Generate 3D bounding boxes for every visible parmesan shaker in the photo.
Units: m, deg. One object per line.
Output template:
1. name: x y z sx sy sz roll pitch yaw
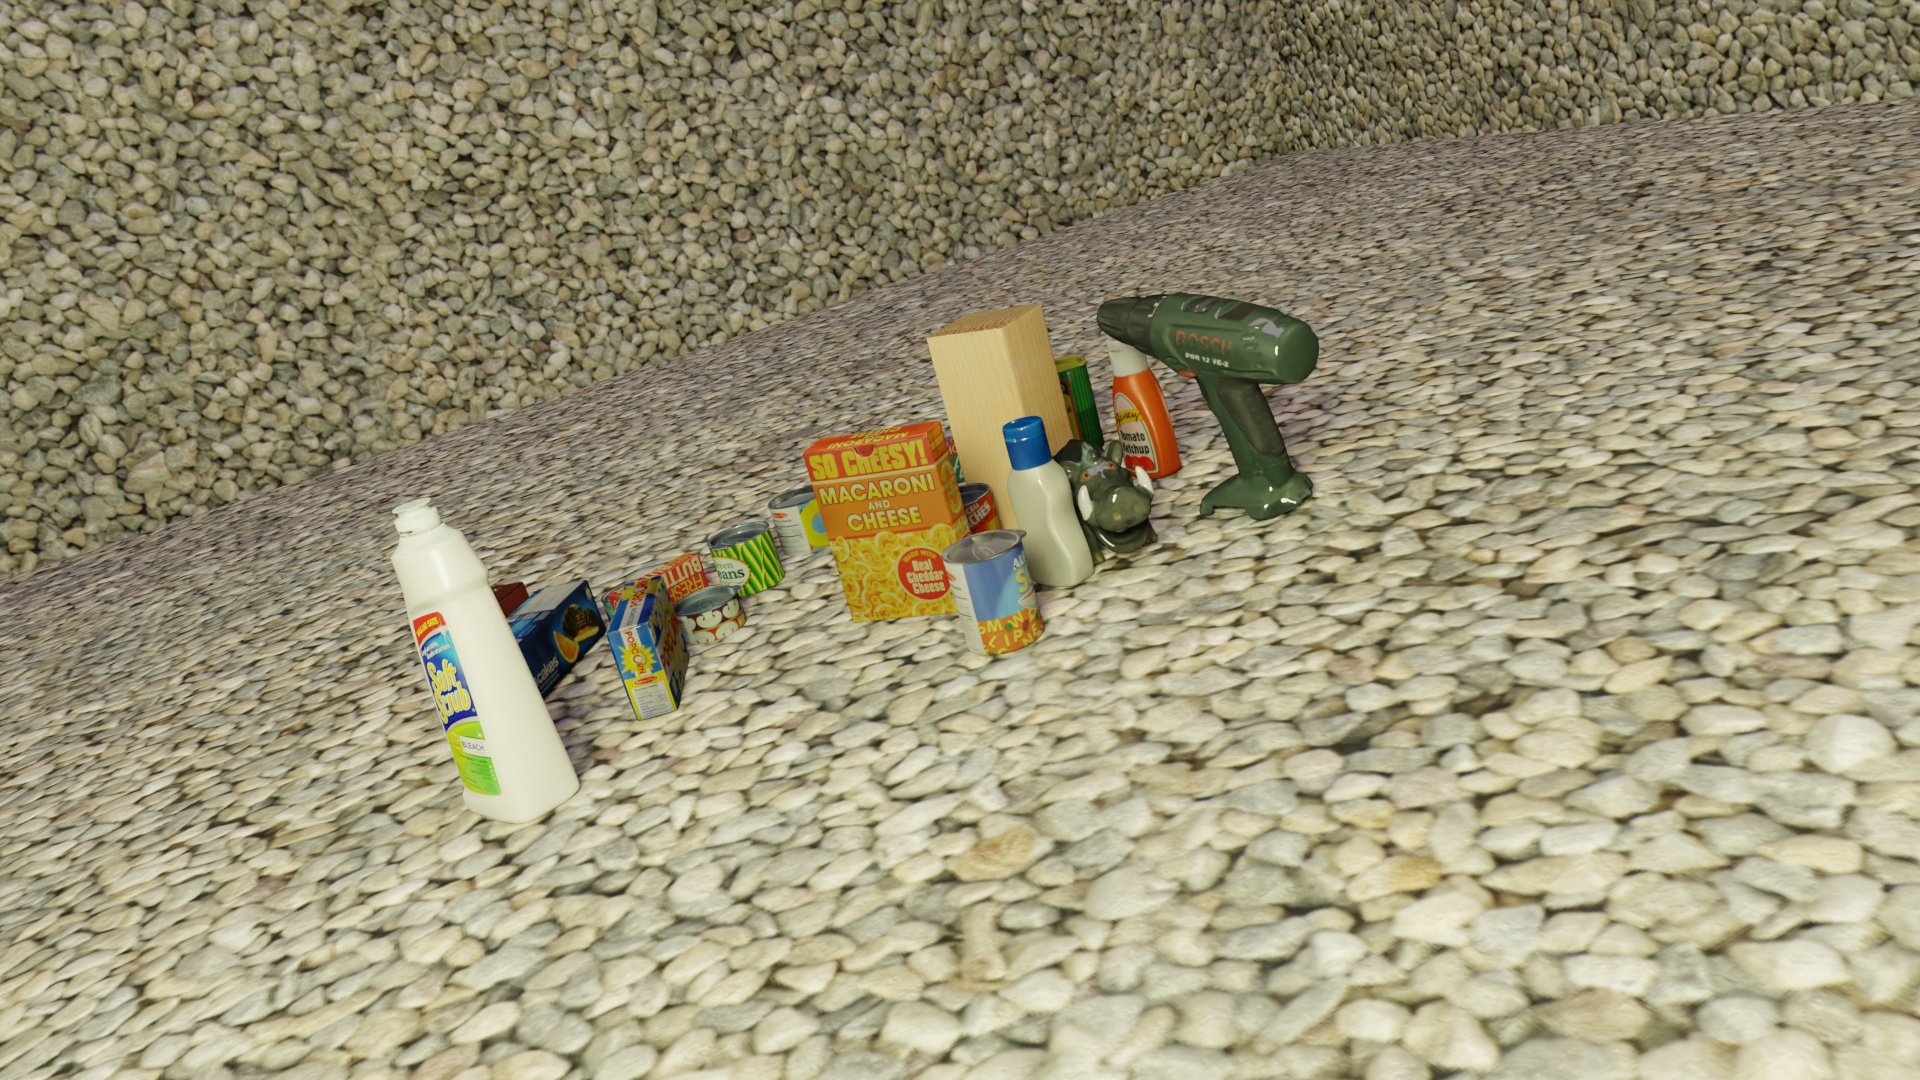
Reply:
1. parmesan shaker: 0.123 -0.150 1.576 0.071 0.102 0.071 -14 18 5

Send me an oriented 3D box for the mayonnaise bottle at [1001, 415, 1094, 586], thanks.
1. mayonnaise bottle: 0.072 -0.034 1.207 0.041 0.147 0.065 -29 22 -35

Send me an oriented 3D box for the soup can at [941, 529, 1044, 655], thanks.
1. soup can: 0.030 0.041 1.126 0.071 0.083 0.071 -14 18 5

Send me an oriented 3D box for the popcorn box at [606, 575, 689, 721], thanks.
1. popcorn box: -0.272 0.092 1.218 0.038 0.085 0.127 -16 18 -1

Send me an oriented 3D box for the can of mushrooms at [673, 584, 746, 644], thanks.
1. can of mushrooms: -0.239 0.070 1.336 0.071 0.033 0.071 -14 18 5

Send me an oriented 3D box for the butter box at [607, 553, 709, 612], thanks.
1. butter box: -0.300 0.057 1.394 0.024 0.053 0.104 2 25 43

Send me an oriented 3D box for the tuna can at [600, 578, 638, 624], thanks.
1. tuna can: -0.332 0.065 1.427 0.071 0.032 0.071 -14 18 5

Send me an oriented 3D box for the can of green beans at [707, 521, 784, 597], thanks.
1. can of green beans: -0.221 0.019 1.431 0.071 0.057 0.071 -14 18 5

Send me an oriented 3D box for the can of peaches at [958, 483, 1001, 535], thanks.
1. can of peaches: 0.005 -0.017 1.355 0.071 0.058 0.071 -14 18 5

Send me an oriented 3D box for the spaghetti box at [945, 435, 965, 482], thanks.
1. spaghetti box: 0.020 -0.103 1.606 0.251 0.050 0.029 -21 19 -16

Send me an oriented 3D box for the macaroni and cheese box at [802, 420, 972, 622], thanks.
1. macaroni and cheese box: -0.057 -0.014 1.225 0.123 0.166 0.040 -7 20 23

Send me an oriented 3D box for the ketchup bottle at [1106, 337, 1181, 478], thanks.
1. ketchup bottle: 0.183 -0.139 1.421 0.044 0.148 0.065 -26 21 -30

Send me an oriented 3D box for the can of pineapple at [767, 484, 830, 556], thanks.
1. can of pineapple: -0.169 -0.023 1.511 0.071 0.057 0.071 -14 18 5
